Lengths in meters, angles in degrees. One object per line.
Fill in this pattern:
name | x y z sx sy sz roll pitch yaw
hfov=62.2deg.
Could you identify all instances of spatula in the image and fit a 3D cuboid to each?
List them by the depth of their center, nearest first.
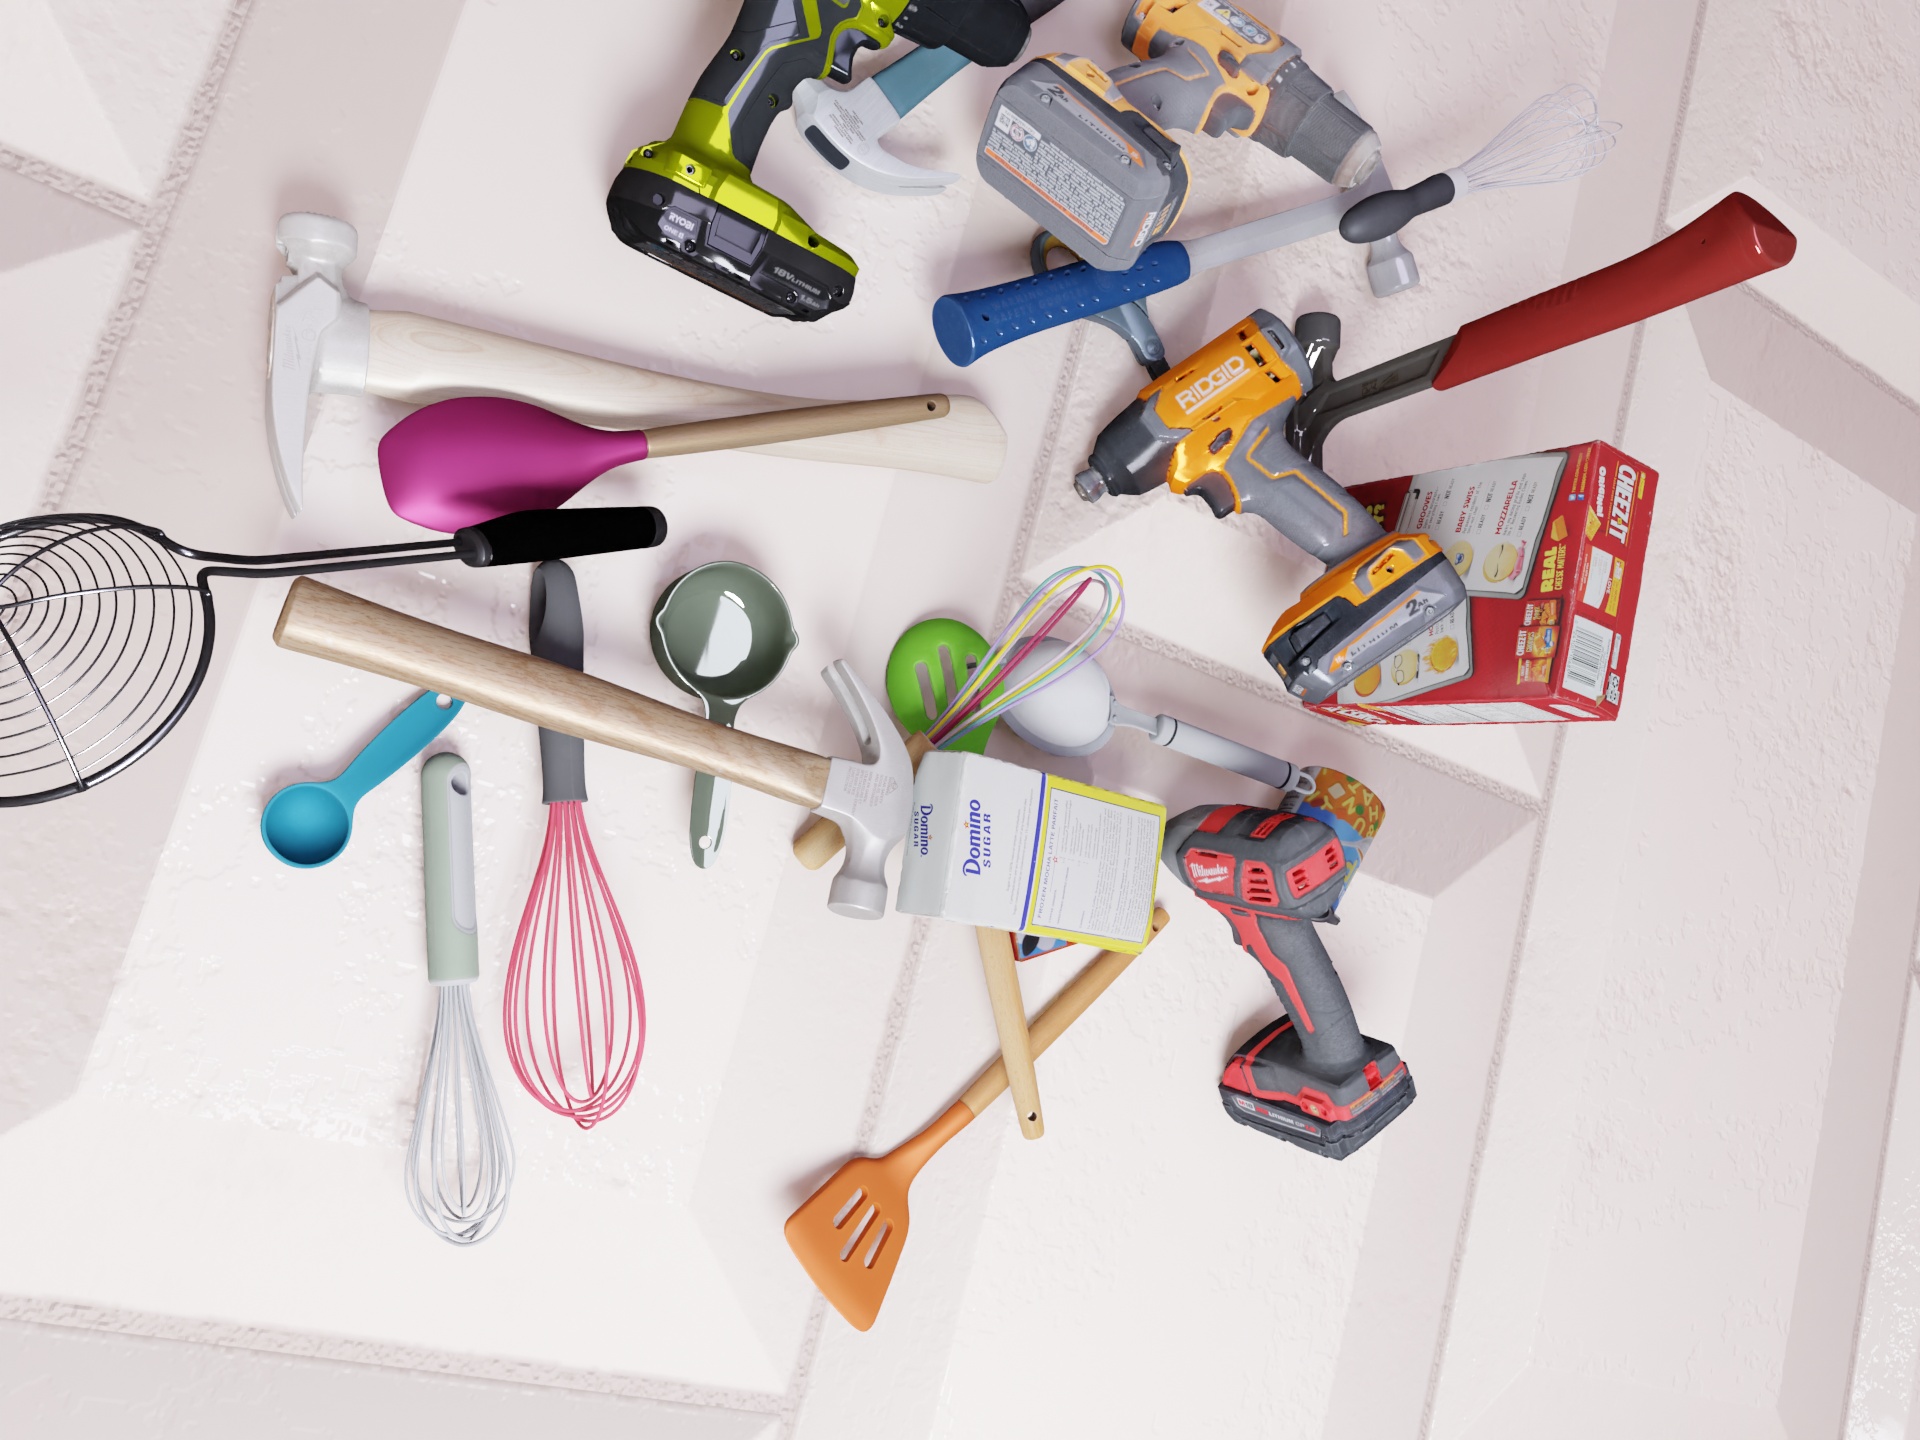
spatula | 0.025 0.218 0.953 0.322 0.041 0.081 -40 103 -25

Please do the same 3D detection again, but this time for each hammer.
hammer | -0.172 -0.004 0.806 0.331 0.031 0.130 20 69 -24
hammer | -0.157 -0.162 0.870 0.410 0.038 0.146 4 88 -29
hammer | 0.323 -0.219 0.954 0.036 0.359 0.149 5 83 -29
hammer | 0.026 -0.440 0.984 0.331 0.033 0.128 -45 108 -23
hammer | 0.147 -0.305 1.030 0.405 0.035 0.144 -25 100 -32

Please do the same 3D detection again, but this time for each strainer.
strainer | 0.121 0.001 0.998 0.258 0.050 0.087 20 54 -22

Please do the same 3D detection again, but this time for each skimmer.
skimmer | -0.278 -0.050 0.713 0.127 0.090 0.363 44 31 19

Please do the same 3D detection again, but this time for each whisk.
whisk | -0.254 0.138 0.799 0.057 0.059 0.246 8 77 -67
whisk | -0.204 0.062 0.823 0.073 0.073 0.296 -1 83 -29
whisk | -0.003 -0.004 0.905 0.245 0.047 0.051 -42 76 0
whisk | 0.368 -0.389 1.131 0.284 0.070 0.070 -28 102 -26

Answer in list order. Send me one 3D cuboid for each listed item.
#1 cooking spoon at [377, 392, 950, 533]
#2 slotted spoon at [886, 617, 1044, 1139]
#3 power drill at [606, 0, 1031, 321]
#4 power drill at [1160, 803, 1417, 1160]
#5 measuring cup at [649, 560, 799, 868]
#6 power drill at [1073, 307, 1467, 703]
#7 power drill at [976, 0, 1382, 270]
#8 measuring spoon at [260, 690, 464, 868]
cooking spoon | -0.144 -0.150 0.846 0.319 0.017 0.068 -14 100 -29
slotted spoon | 0.014 0.092 0.940 0.070 0.031 0.314 -11 89 -9
power drill | -0.076 -0.339 0.863 0.190 0.080 0.228 21 94 -27
power drill | 0.195 0.154 1.002 0.078 0.143 0.219 -29 109 -28
measuring cup | -0.138 -0.003 0.874 0.083 0.038 0.167 7 86 -29
power drill | 0.187 -0.125 0.995 0.164 0.084 0.226 -34 80 1
power drill | 0.141 -0.360 0.973 0.185 0.084 0.226 41 56 9
measuring spoon | -0.297 0.024 0.799 0.042 0.021 0.129 51 57 -17
